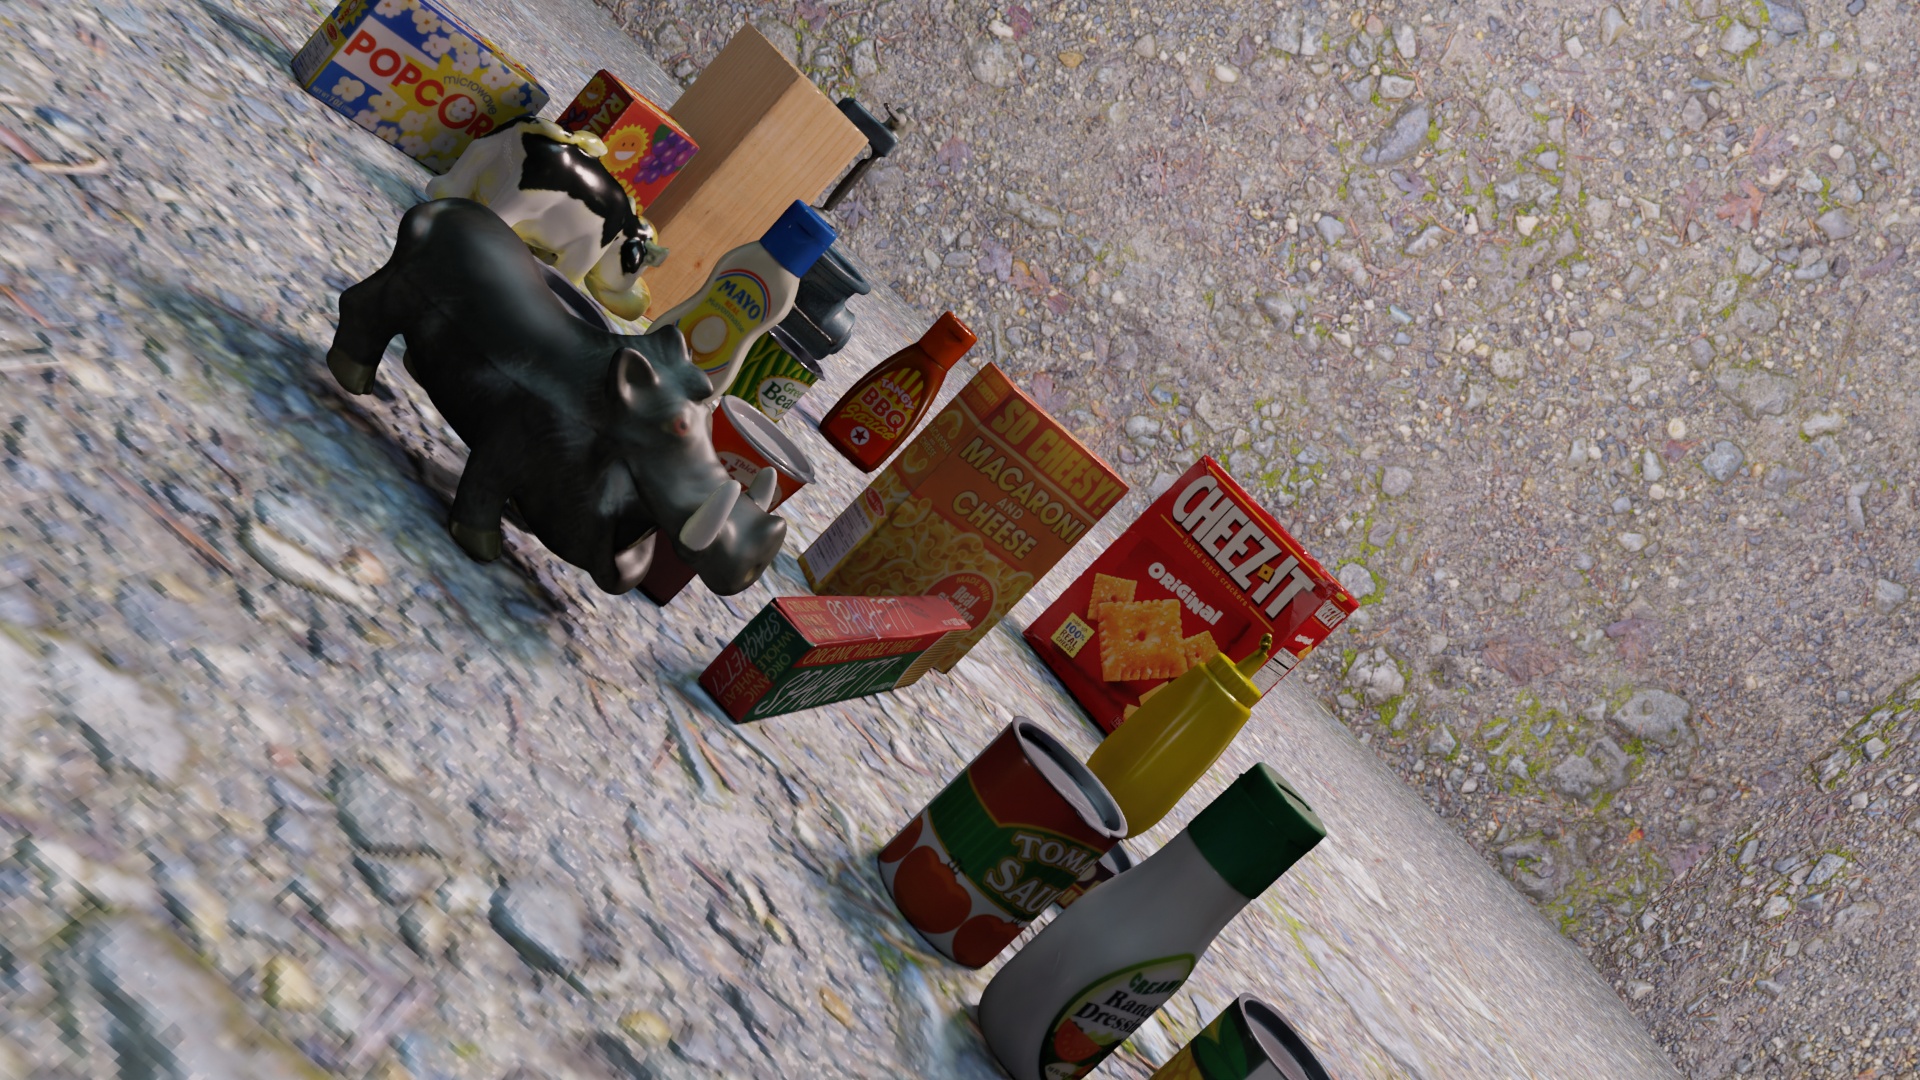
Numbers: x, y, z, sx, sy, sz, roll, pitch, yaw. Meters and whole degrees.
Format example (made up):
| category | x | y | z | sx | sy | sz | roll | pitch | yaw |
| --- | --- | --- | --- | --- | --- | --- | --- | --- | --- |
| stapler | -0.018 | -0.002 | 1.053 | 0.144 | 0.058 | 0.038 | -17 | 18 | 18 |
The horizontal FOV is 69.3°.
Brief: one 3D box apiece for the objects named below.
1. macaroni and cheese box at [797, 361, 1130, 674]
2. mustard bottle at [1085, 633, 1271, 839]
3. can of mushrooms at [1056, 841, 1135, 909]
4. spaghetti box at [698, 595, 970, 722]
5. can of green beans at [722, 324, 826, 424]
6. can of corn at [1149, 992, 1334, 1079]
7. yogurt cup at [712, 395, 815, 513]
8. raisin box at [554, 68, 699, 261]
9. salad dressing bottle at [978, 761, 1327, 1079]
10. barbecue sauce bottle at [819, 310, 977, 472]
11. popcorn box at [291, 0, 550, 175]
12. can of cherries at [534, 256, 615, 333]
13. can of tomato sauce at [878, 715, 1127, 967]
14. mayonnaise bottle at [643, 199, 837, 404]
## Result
| category | x | y | z | sx | sy | sz | roll | pitch | yaw |
| --- | --- | --- | --- | --- | --- | --- | --- | --- | --- |
| macaroni and cheese box | 0.003 | -0.011 | 0.841 | 0.123 | 0.166 | 0.040 | 37 | 12 | -40 |
| mustard bottle | 0.145 | 0.120 | 0.893 | 0.048 | 0.160 | 0.065 | 41 | 10 | -19 |
| can of mushrooms | 0.059 | 0.165 | 0.731 | 0.071 | 0.033 | 0.071 | 43 | 10 | -9 |
| spaghetti box | -0.052 | 0.054 | 0.691 | 0.029 | 0.050 | 0.250 | 46 | 10 | 12 |
| can of green beans | -0.146 | -0.126 | 1.036 | 0.071 | 0.057 | 0.071 | 43 | 10 | -9 |
| can of corn | 0.124 | 0.241 | 0.603 | 0.071 | 0.058 | 0.071 | 43 | 10 | -9 |
| yogurt cup | -0.124 | -0.040 | 0.780 | 0.072 | 0.054 | 0.072 | 43 | 10 | -9 |
| raisin box | -0.245 | -0.243 | 0.929 | 0.040 | 0.123 | 0.086 | 48 | 10 | 19 |
| salad dressing bottle | 0.072 | 0.146 | 0.526 | 0.064 | 0.147 | 0.044 | 36 | 13 | -43 |
| barbecue sauce bottle | -0.049 | -0.129 | 1.177 | 0.065 | 0.148 | 0.044 | 43 | 9 | -8 |
| popcorn box | -0.332 | -0.285 | 0.863 | 0.038 | 0.085 | 0.126 | 50 | 11 | 33 |
| can of cherries | -0.208 | -0.097 | 0.660 | 0.071 | 0.058 | 0.071 | 43 | 10 | -9 |
| can of tomato sauce | 0.018 | 0.126 | 0.577 | 0.071 | 0.083 | 0.071 | 43 | 10 | -9 |
| mayonnaise bottle | -0.144 | -0.158 | 0.913 | 0.064 | 0.148 | 0.041 | 43 | 9 | -10 |
